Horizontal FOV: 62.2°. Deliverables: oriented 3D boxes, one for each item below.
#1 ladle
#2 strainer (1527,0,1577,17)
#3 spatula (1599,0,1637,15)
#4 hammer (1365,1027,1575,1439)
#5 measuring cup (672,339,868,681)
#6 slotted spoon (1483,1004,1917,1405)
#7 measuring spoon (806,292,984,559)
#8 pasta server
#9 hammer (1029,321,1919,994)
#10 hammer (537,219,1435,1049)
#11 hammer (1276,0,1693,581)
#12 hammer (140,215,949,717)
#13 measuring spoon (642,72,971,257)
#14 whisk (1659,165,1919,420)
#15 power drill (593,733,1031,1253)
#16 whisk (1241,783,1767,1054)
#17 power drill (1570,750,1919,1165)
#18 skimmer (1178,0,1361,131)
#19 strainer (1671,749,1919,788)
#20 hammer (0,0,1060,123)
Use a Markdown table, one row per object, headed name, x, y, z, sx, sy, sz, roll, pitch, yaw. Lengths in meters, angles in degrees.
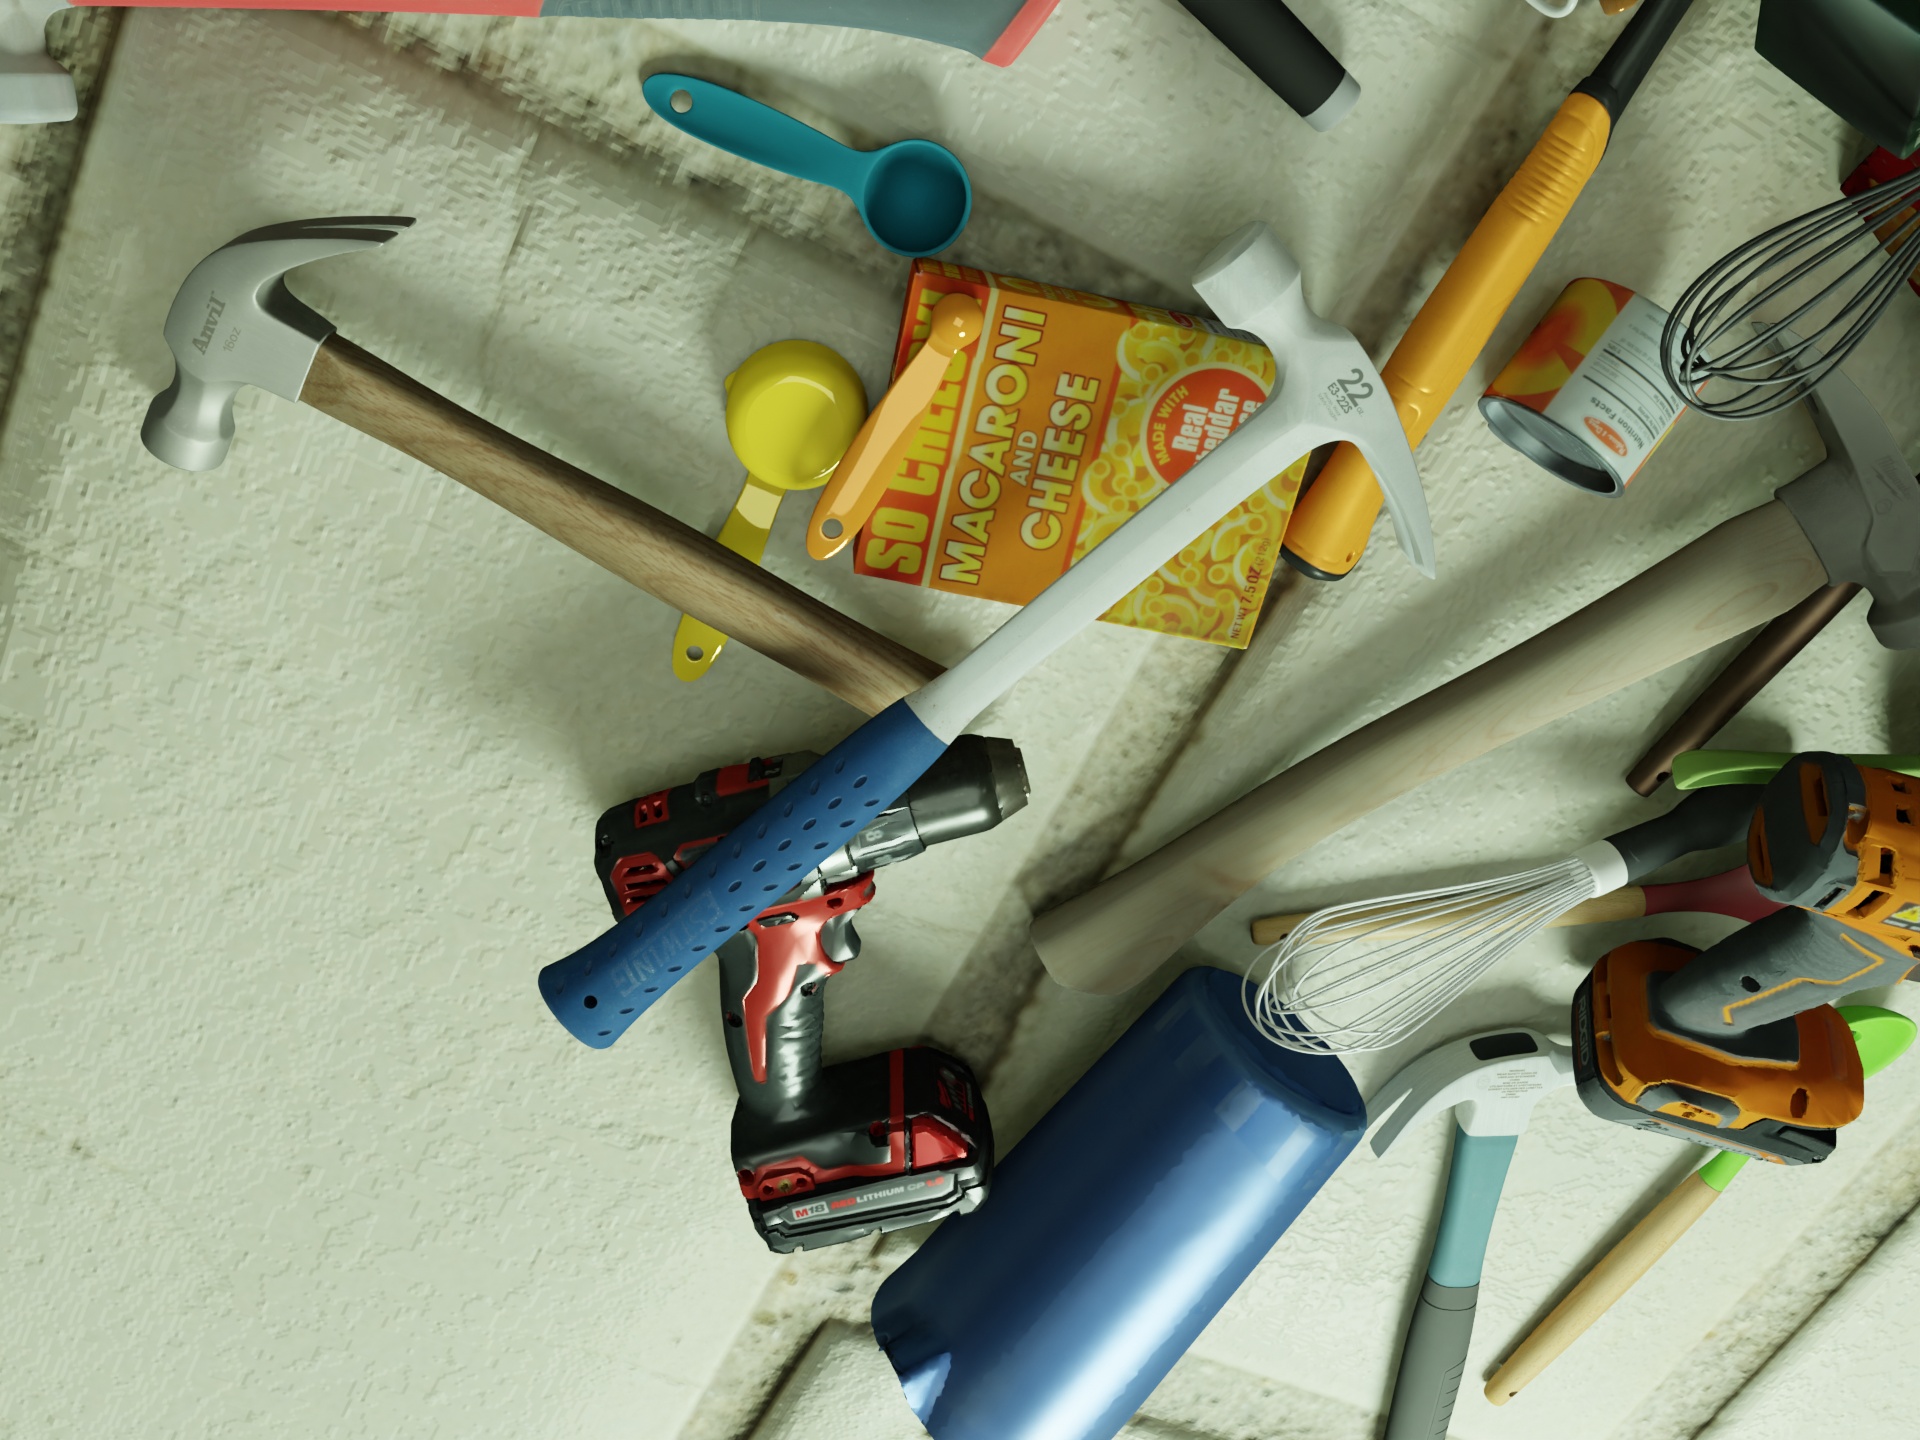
| name | x | y | z | sx | sy | sz | roll | pitch | yaw |
| --- | --- | --- | --- | --- | --- | --- | --- | --- | --- |
| ladle | 0.295 | 0.086 | 0.751 | 0.315 | 0.031 | 0.069 | -5 | 118 | 1 |
| strainer | 0.115 | -0.333 | 0.532 | 0.258 | 0.050 | 0.087 | 33 | 153 | -12 |
| spatula | 0.168 | -0.383 | 0.512 | 0.081 | 0.041 | 0.322 | -28 | 115 | 8 |
| hammer | 0.262 | 0.306 | 0.848 | 0.128 | 0.033 | 0.330 | 1 | 115 | -5 |
| measuring cup | -0.085 | -0.078 | 0.644 | 0.062 | 0.029 | 0.156 | 21 | 111 | -13 |
| slotted spoon | 0.375 | 0.258 | 0.836 | 0.070 | 0.031 | 0.313 | 19 | 115 | -29 |
| measuring spoon | -0.026 | -0.108 | 0.598 | 0.021 | 0.011 | 0.117 | 29 | 110 | -15 |
| pasta server | 0.396 | -0.089 | 0.676 | 0.060 | 0.040 | 0.316 | 29 | 114 | -16 |
| hammer | 0.204 | -0.004 | 0.688 | 0.410 | 0.038 | 0.146 | -31 | 97 | 14 |
| hammer | -0.001 | -0.002 | 0.619 | 0.405 | 0.035 | 0.144 | -39 | 105 | 11 |
| hammer | 0.211 | -0.194 | 0.578 | 0.034 | 0.127 | 0.336 | 41 | 119 | 23 |
| hammer | -0.142 | -0.081 | 0.620 | 0.331 | 0.031 | 0.130 | 29 | 122 | -14 |
| measuring spoon | -0.056 | -0.212 | 0.594 | 0.128 | 0.021 | 0.042 | 22 | 107 | -4 |
| whisk | 0.342 | -0.185 | 0.538 | 0.239 | 0.055 | 0.055 | -38 | 112 | 8 |
| power drill | -0.044 | 0.115 | 0.716 | 0.188 | 0.080 | 0.226 | -14 | 112 | 3 |
| whisk | 0.257 | 0.079 | 0.708 | 0.284 | 0.070 | 0.070 | -21 | 116 | -9 |
| power drill | 0.378 | 0.108 | 0.671 | 0.164 | 0.084 | 0.226 | 14 | 143 | -1 |
| skimmer | 0.018 | -0.327 | 0.501 | 0.363 | 0.090 | 0.127 | 37 | 76 | -21 |
| strainer | 0.430 | 0.047 | 0.673 | 0.256 | 0.069 | 0.151 | 2 | 159 | -4 |
| hammer | -0.155 | -0.276 | 0.542 | 0.386 | 0.038 | 0.143 | 0 | 114 | -4 |
